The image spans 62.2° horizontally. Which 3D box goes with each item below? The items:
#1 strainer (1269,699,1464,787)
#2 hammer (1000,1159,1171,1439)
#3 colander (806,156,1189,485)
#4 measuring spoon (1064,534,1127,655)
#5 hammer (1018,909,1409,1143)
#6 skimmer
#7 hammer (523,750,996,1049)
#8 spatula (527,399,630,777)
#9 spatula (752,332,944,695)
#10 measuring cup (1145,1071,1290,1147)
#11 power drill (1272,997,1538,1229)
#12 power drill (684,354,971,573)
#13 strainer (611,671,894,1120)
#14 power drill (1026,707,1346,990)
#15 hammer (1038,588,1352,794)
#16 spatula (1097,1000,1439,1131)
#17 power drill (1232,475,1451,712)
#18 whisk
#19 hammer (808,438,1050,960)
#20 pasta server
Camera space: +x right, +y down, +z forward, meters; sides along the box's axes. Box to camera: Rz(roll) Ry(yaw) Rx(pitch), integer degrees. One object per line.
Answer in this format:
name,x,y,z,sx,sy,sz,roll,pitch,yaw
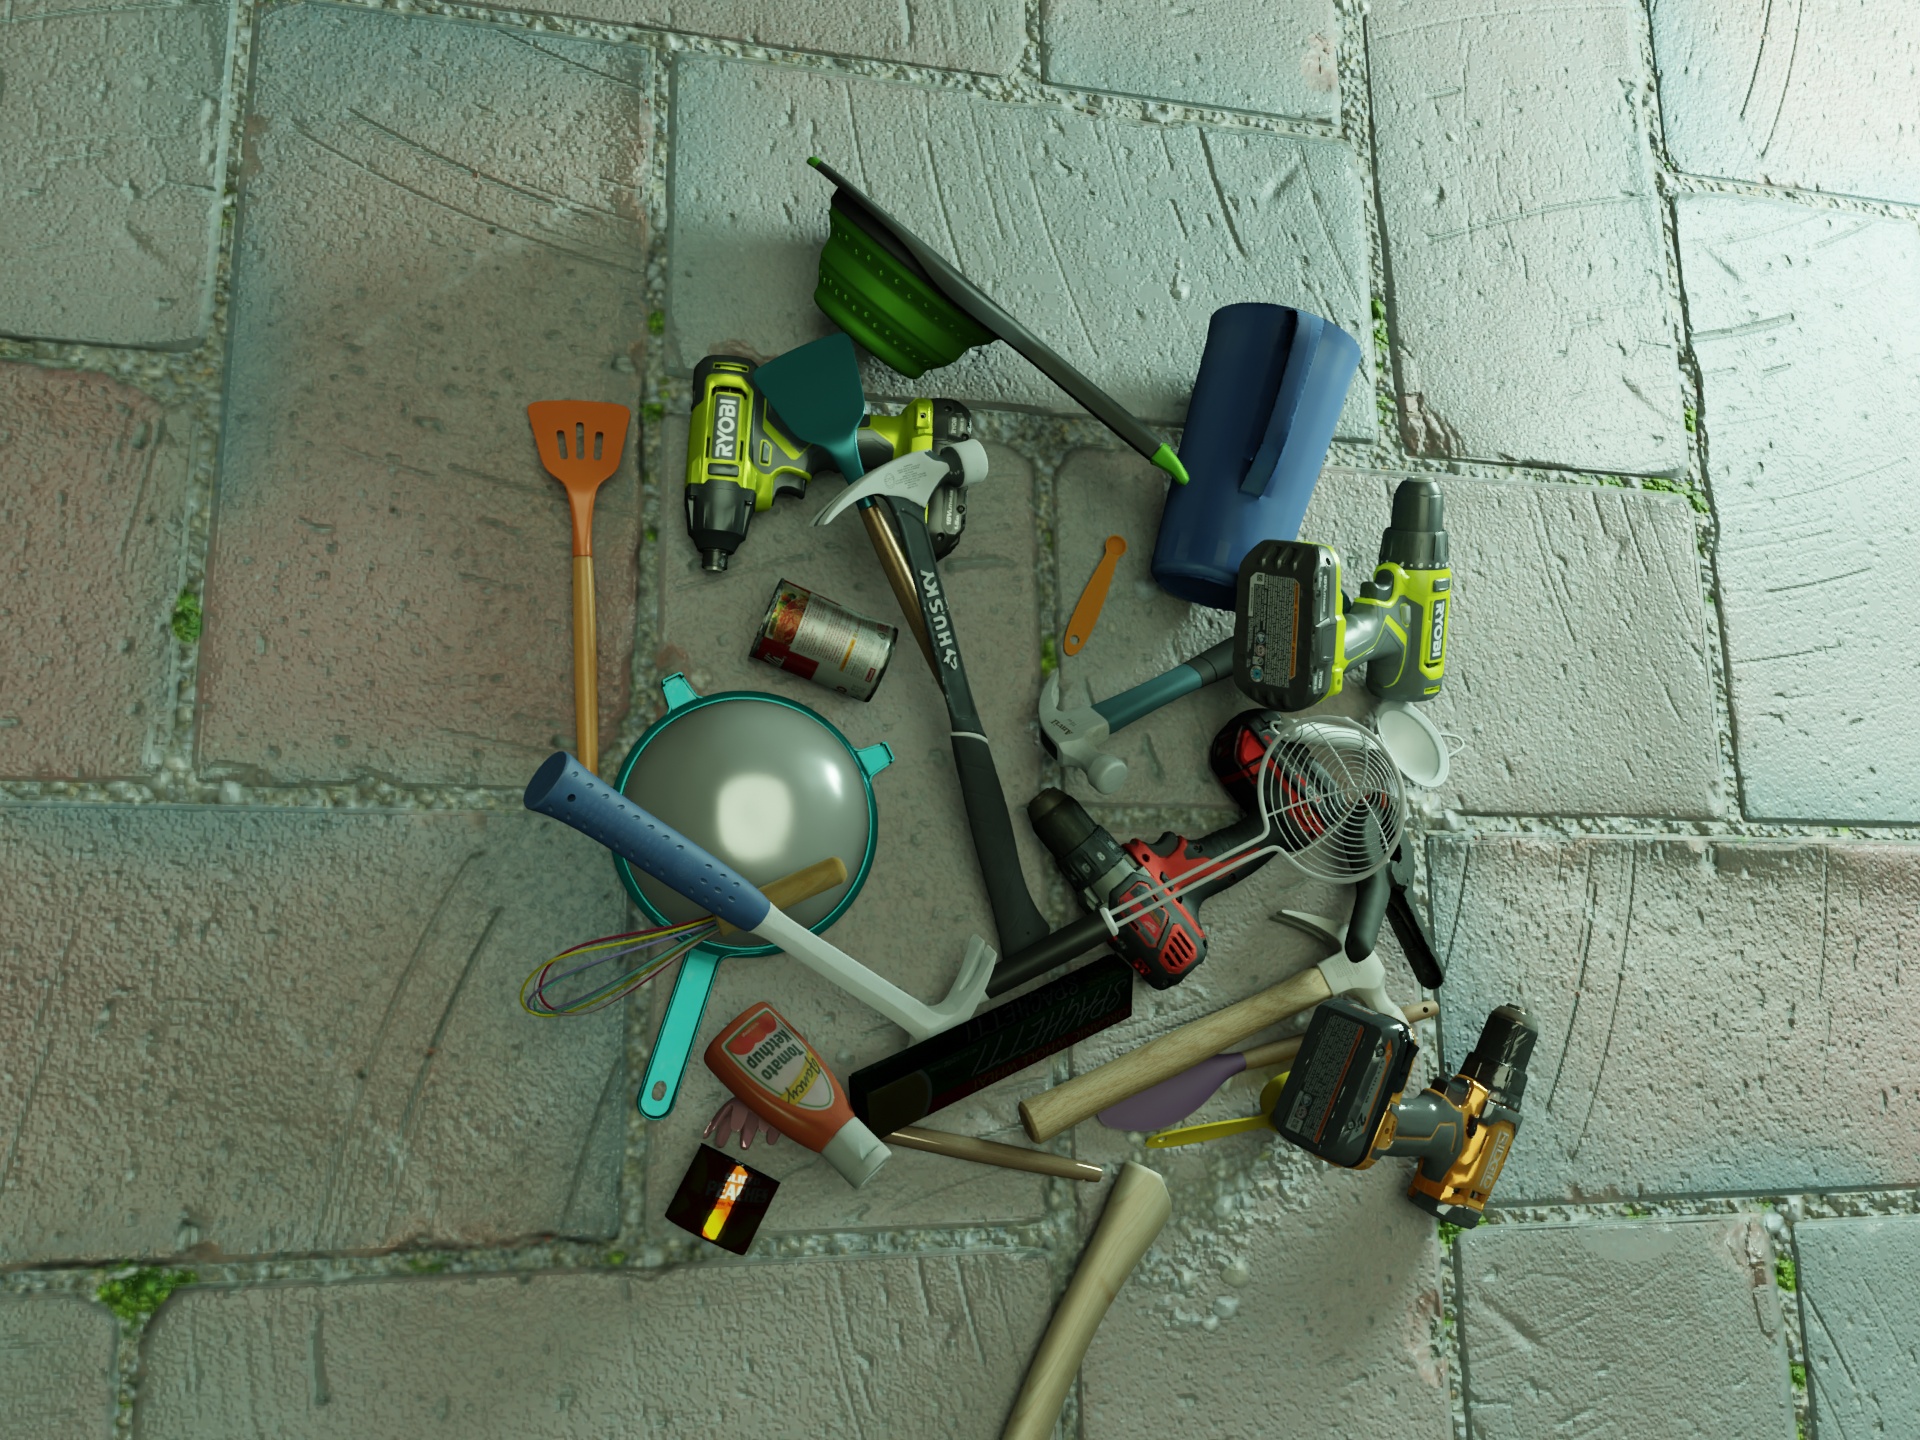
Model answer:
strainer,0.337,0.017,1.337,0.258,0.050,0.087,8,57,-43
hammer,0.047,0.524,1.197,0.146,0.038,0.411,29,72,-6
colander,0.011,-0.295,1.304,0.397,0.204,0.094,39,103,-1
measuring spoon,0.114,-0.107,1.363,0.021,0.011,0.117,26,77,-8
hammer,0.197,0.254,1.283,0.331,0.031,0.130,-21,74,-17
skimmer,0.163,0.121,1.204,0.363,0.090,0.127,-28,73,4
hammer,-0.131,0.137,1.115,0.405,0.035,0.144,40,87,-36
spatula,-0.296,-0.102,1.249,0.081,0.041,0.323,-1,83,-15
spatula,-0.061,-0.145,1.249,0.082,0.044,0.317,-25,101,-4
measuring cup,0.223,0.317,1.288,0.156,0.062,0.029,-11,44,-4
power drill,0.369,0.291,1.267,0.226,0.084,0.185,28,82,-33
power drill,-0.110,-0.196,1.290,0.223,0.080,0.171,5,82,-10
strainer,-0.175,0.130,1.191,0.211,0.095,0.340,19,73,-10
power drill,0.182,0.084,1.307,0.227,0.080,0.188,-39,90,-16
hammer,0.205,-0.042,1.333,0.331,0.033,0.128,-25,43,-26
spatula,0.256,0.277,1.312,0.316,0.018,0.060,-12,77,-16
power drill,0.329,-0.102,1.319,0.228,0.080,0.190,-11,107,-41
whisk,-0.194,0.151,1.130,0.245,0.051,0.047,-23,100,-16
hammer,-0.002,-0.004,1.239,0.149,0.036,0.409,-19,100,-25
pasta server,-0.038,0.326,1.215,0.316,0.060,0.040,15,59,-15
